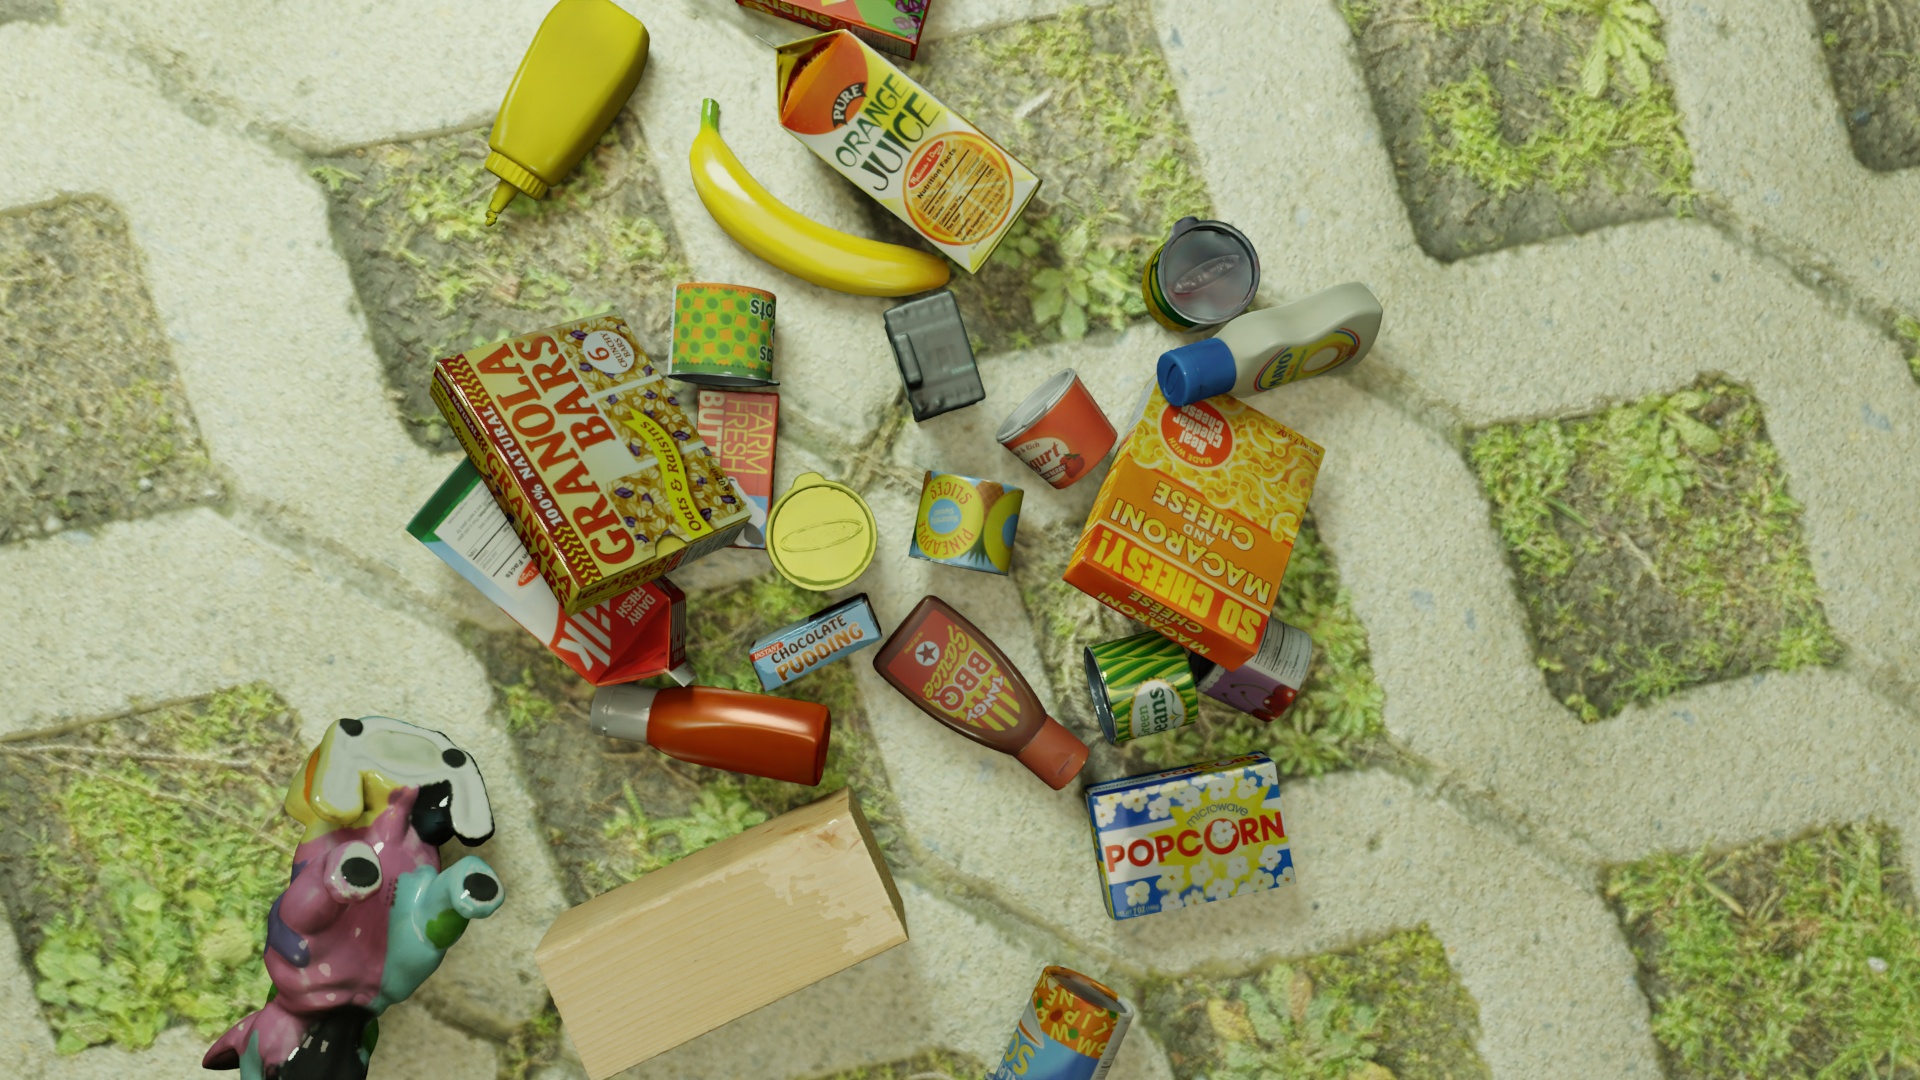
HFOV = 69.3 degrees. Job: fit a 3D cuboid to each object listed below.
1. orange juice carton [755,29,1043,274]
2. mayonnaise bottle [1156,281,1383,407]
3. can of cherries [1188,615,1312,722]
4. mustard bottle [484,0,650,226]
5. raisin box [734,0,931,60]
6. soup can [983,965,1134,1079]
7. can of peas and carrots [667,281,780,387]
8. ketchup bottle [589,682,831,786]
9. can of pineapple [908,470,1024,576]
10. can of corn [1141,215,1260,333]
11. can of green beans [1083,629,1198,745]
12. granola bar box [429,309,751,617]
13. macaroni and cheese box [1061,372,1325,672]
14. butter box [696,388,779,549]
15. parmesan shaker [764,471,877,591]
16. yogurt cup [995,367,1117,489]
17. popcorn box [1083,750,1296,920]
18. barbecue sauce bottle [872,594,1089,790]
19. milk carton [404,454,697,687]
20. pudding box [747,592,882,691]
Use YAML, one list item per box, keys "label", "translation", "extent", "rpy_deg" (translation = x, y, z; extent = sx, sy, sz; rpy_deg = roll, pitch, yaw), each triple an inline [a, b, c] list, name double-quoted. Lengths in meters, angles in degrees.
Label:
- label: "orange juice carton"
  translation: [-0.045, -0.256, 0.877]
  extent: [0.192, 0.072, 0.073]
  rpy_deg: [37, 104, -4]
- label: "mayonnaise bottle"
  translation: [0.198, -0.122, 0.893]
  extent: [0.148, 0.064, 0.041]
  rpy_deg: [-19, 59, -20]
- label: "can of cherries"
  translation: [0.188, 0.079, 0.913]
  extent: [0.058, 0.071, 0.071]
  rpy_deg: [25, 89, -5]
- label: "mustard bottle"
  translation: [-0.260, -0.268, 0.880]
  extent: [0.065, 0.049, 0.160]
  rpy_deg: [32, 89, -4]
- label: "raisin box"
  translation: [-0.076, -0.373, 0.897]
  extent: [0.123, 0.040, 0.086]
  rpy_deg: [17, 90, -4]
- label: "soup can"
  translation: [0.064, 0.329, 0.904]
  extent: [0.071, 0.071, 0.084]
  rpy_deg: [25, 89, -4]
- label: "can of peas and carrots"
  translation: [-0.148, -0.129, 0.881]
  extent: [0.071, 0.071, 0.058]
  rpy_deg: [3, 90, -4]
- label: "ketchup bottle"
  translation: [-0.159, 0.120, 0.889]
  extent: [0.149, 0.064, 0.044]
  rpy_deg: [10, 50, 2]
- label: "can of pineapple"
  translation: [0.003, -0.011, 0.893]
  extent: [0.071, 0.071, 0.058]
  rpy_deg: [11, 89, -4]
- label: "can of corn"
  translation: [0.154, -0.173, 0.908]
  extent: [0.071, 0.058, 0.071]
  rpy_deg: [0, 91, -4]
- label: "can of green beans"
  translation: [0.117, 0.094, 0.905]
  extent: [0.058, 0.071, 0.071]
  rpy_deg: [-14, 92, -4]
- label: "granola bar box"
  translation: [-0.223, -0.052, 0.841]
  extent: [0.125, 0.039, 0.165]
  rpy_deg: [-27, 78, -39]
- label: "macaroni and cheese box"
  translation: [0.151, -0.017, 0.883]
  extent: [0.124, 0.040, 0.167]
  rpy_deg: [28, 60, -4]
- label: "butter box"
  translation: [-0.147, -0.046, 0.903]
  extent: [0.053, 0.024, 0.103]
  rpy_deg: [4, 90, -4]
- label: "parmesan shaker"
  translation: [-0.086, -0.007, 0.869]
  extent: [0.071, 0.103, 0.071]
  rpy_deg: [0, 92, -5]
- label: "yogurt cup"
  translation: [0.065, -0.070, 0.901]
  extent: [0.072, 0.072, 0.054]
  rpy_deg: [-44, 102, -2]
- label: "popcorn box"
  translation: [0.151, 0.195, 0.922]
  extent: [0.127, 0.038, 0.085]
  rpy_deg: [-10, 91, -4]
- label: "barbecue sauce bottle"
  translation: [0.017, 0.104, 0.908]
  extent: [0.148, 0.043, 0.065]
  rpy_deg: [40, 87, -4]
- label: "milk carton"
  translation: [-0.242, 0.027, 0.873]
  extent: [0.190, 0.072, 0.073]
  rpy_deg: [41, 88, -3]
- label: "pudding box"
  translation: [-0.093, 0.064, 0.896]
  extent: [0.084, 0.049, 0.030]
  rpy_deg: [-25, 94, -4]
